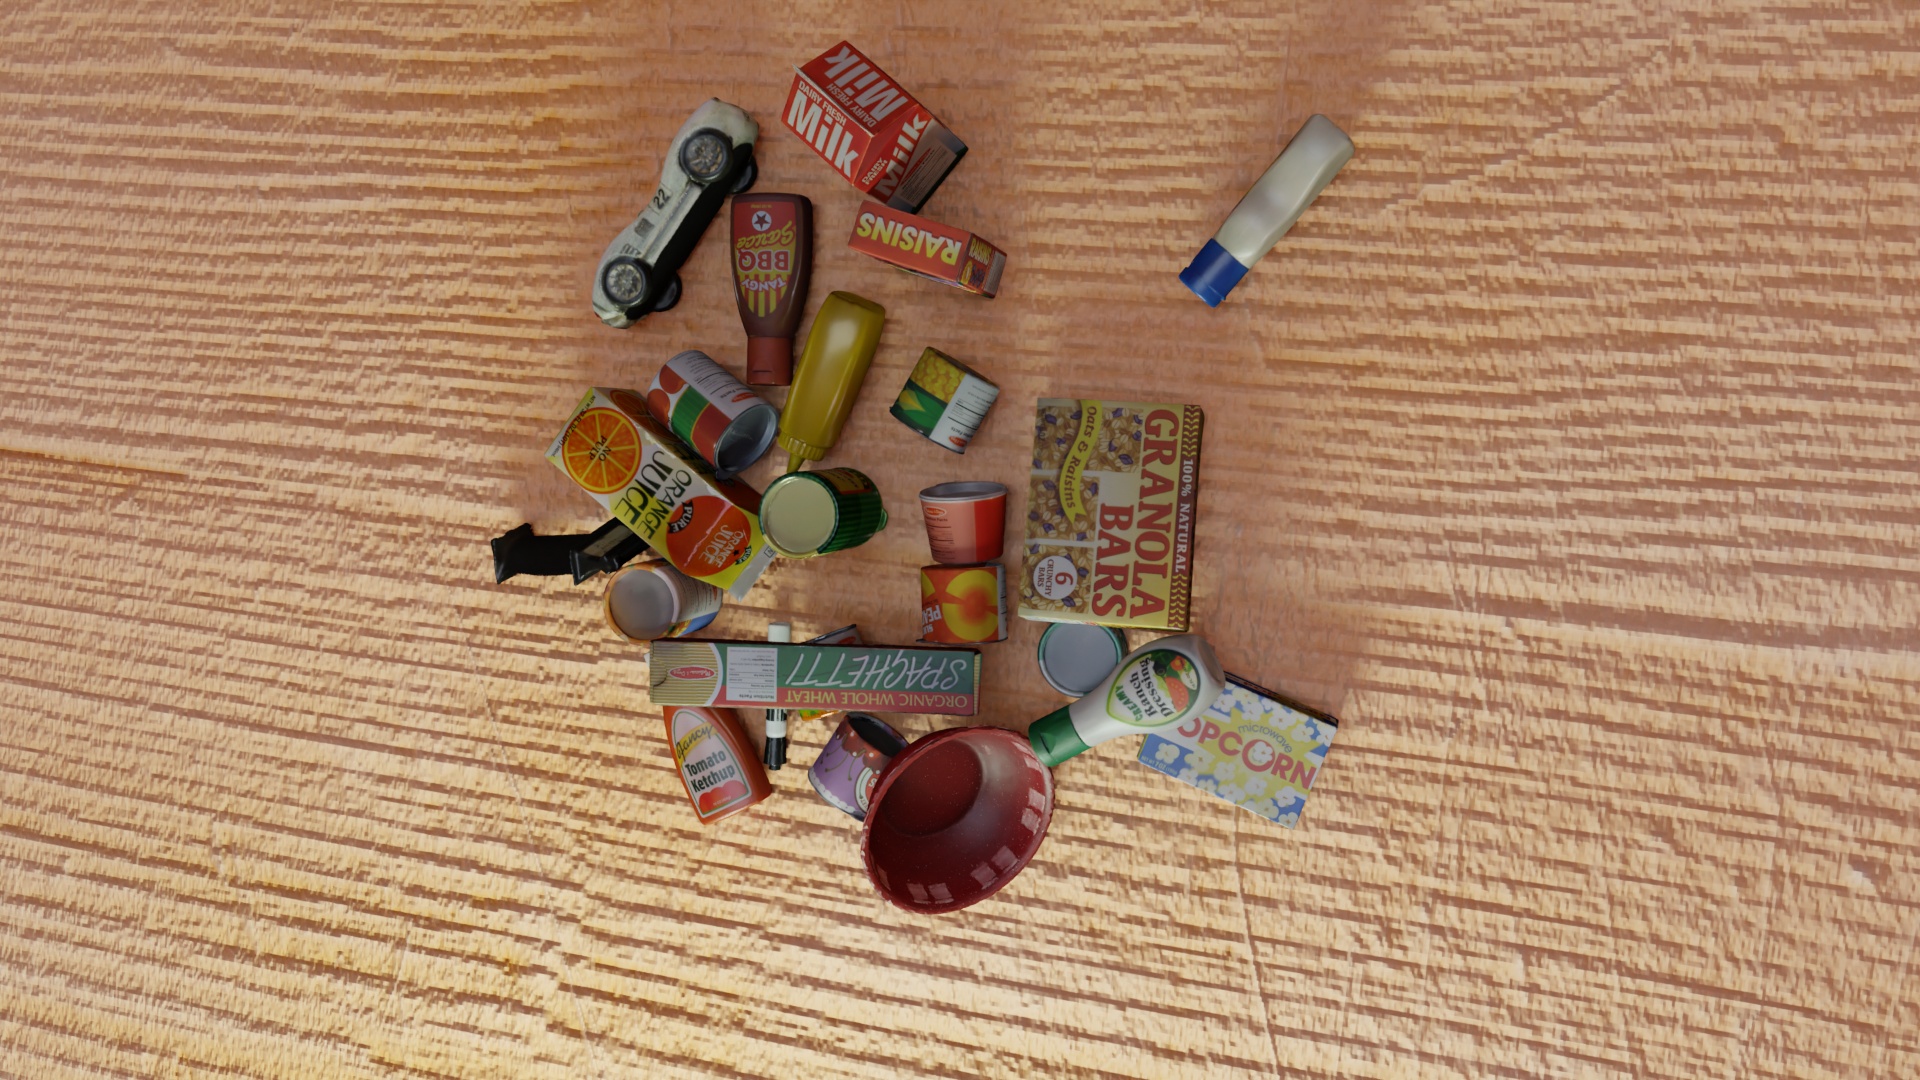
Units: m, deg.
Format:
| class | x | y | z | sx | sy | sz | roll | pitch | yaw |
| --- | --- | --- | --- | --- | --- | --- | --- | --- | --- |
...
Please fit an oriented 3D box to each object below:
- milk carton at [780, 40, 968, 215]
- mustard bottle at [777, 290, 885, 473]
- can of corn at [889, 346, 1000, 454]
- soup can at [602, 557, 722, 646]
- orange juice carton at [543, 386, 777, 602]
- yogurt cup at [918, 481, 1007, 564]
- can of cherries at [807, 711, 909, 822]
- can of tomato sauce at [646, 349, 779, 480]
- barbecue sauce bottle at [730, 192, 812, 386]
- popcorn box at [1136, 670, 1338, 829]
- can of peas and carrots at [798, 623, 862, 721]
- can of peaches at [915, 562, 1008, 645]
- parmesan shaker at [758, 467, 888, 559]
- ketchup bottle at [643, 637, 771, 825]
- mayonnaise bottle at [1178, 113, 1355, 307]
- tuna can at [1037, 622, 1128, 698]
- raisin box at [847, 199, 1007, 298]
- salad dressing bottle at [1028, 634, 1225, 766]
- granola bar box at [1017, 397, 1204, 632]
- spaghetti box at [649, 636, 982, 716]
| class | x | y | z | sx | sy | sz | roll | pitch | yaw |
| --- | --- | --- | --- | --- | --- | --- | --- | --- | --- |
| milk carton | -0.063 | -0.293 | 0.992 | 0.072 | 0.191 | 0.073 | 42 | 102 | 7 |
| mustard bottle | -0.108 | -0.114 | 1.081 | 0.049 | 0.065 | 0.159 | 25 | 103 | 6 |
| can of corn | -0.013 | -0.108 | 1.057 | 0.071 | 0.071 | 0.058 | 32 | 100 | 9 |
| soup can | -0.240 | 0.047 | 1.112 | 0.071 | 0.084 | 0.071 | 1 | 95 | 14 |
| orange juice carton | -0.227 | -0.037 | 1.109 | 0.193 | 0.073 | 0.071 | 39 | 101 | 8 |
| yogurt cup | 0.004 | -0.013 | 1.061 | 0.072 | 0.072 | 0.053 | -1 | 102 | 14 |
| can of cherries | -0.075 | 0.177 | 1.088 | 0.071 | 0.071 | 0.058 | 35 | 100 | 9 |
| can of tomato sauce | -0.196 | -0.100 | 1.093 | 0.083 | 0.071 | 0.071 | 38 | 102 | 22 |
| barbecue sauce bottle | -0.149 | -0.197 | 1.095 | 0.065 | 0.044 | 0.148 | 2 | 95 | 12 |
| popcorn box | 0.206 | 0.148 | 1.034 | 0.127 | 0.038 | 0.085 | 23 | 97 | 11 |
| can of peas and carrots | -0.105 | 0.105 | 1.094 | 0.071 | 0.071 | 0.058 | -20 | 90 | 14 |
| can of peaches | 0.000 | 0.048 | 1.062 | 0.071 | 0.071 | 0.058 | -1 | 93 | 14 |
| parmesan shaker | -0.103 | -0.022 | 1.064 | 0.071 | 0.103 | 0.071 | 1 | 94 | 13 |
| ketchup bottle | -0.211 | 0.153 | 1.132 | 0.064 | 0.043 | 0.149 | -26 | 87 | 14 |
| mayonnaise bottle | 0.218 | -0.235 | 0.997 | 0.041 | 0.065 | 0.147 | 43 | 105 | 6 |
| tuna can | 0.095 | 0.084 | 1.060 | 0.071 | 0.033 | 0.071 | 1 | 94 | 14 |
| raisin box | -0.022 | -0.212 | 1.022 | 0.086 | 0.123 | 0.040 | 20 | 98 | 11 |
| salad dressing bottle | 0.119 | 0.120 | 1.016 | 0.147 | 0.044 | 0.064 | -30 | 80 | 22 |
| granola bar box | 0.112 | -0.019 | 1.029 | 0.124 | 0.039 | 0.165 | 4 | 82 | 13 |
| spaghetti box | -0.108 | 0.102 | 1.043 | 0.250 | 0.029 | 0.050 | 2 | 92 | 5 |
